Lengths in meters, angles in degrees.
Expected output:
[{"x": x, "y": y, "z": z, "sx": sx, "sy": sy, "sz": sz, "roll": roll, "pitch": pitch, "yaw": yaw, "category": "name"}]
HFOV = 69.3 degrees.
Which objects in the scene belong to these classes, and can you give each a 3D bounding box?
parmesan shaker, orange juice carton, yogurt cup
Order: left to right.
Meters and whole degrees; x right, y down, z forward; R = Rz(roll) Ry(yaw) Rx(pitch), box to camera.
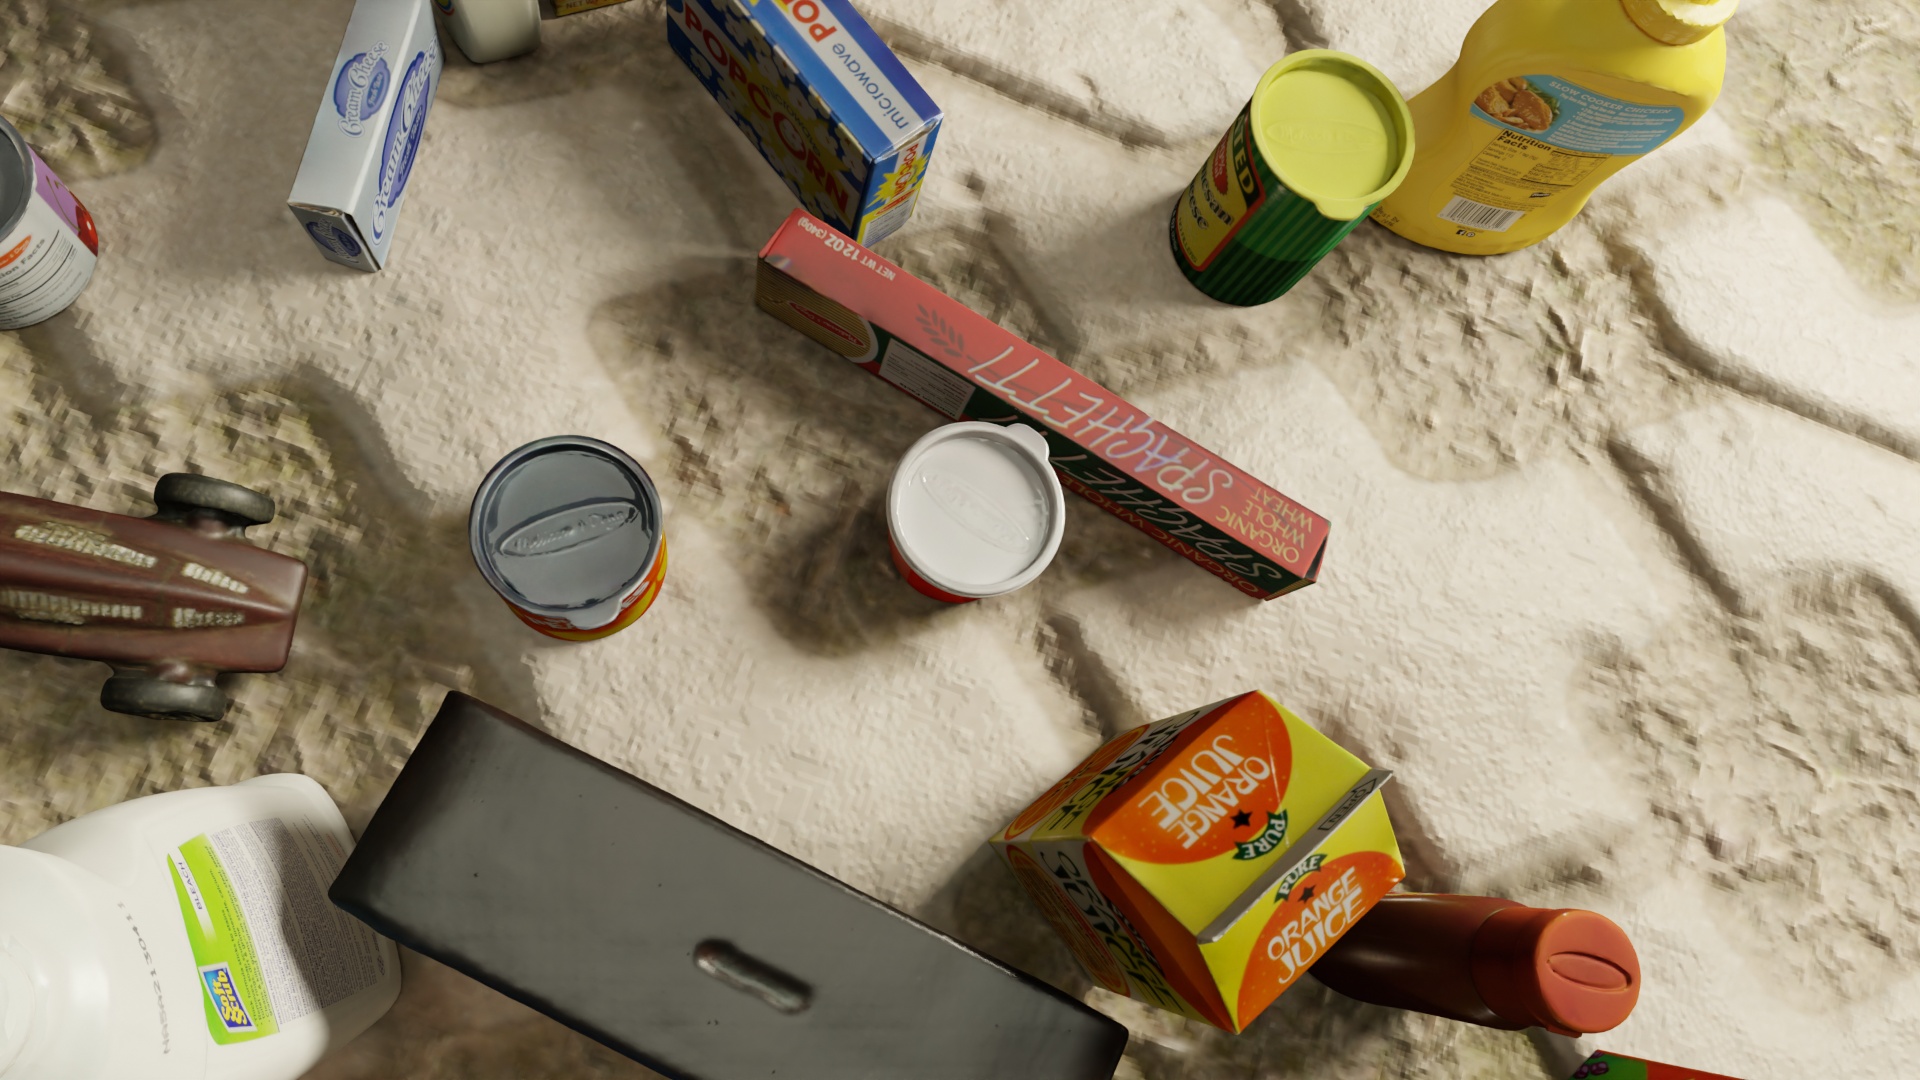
[{"x": 0.002, "y": -0.007, "z": 0.542, "sx": 0.072, "sy": 0.053, "sz": 0.072, "roll": 2, "pitch": 76, "yaw": -10, "category": "yogurt cup"}, {"x": 0.075, "y": 0.104, "z": 0.456, "sx": 0.072, "sy": 0.192, "sz": 0.073, "roll": -37, "pitch": 86, "yaw": -16, "category": "orange juice carton"}, {"x": 0.132, "y": -0.143, "z": 0.573, "sx": 0.071, "sy": 0.103, "sz": 0.071, "roll": 2, "pitch": 77, "yaw": -10, "category": "parmesan shaker"}]

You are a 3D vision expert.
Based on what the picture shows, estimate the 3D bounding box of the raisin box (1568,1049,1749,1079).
[{"x": 0.249, "y": 0.230, "z": 0.493, "sx": 0.086, "sy": 0.123, "sz": 0.040, "roll": -37, "pitch": 86, "yaw": -16, "category": "raisin box"}]

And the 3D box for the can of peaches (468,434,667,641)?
[{"x": -0.141, "y": 0.003, "z": 0.511, "sx": 0.071, "sy": 0.058, "sz": 0.071, "roll": 2, "pitch": 76, "yaw": -10, "category": "can of peaches"}]

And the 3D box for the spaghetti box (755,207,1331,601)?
[{"x": 0.032, "y": -0.051, "z": 0.560, "sx": 0.250, "sy": 0.050, "sz": 0.029, "roll": 30, "pitch": 74, "yaw": -2, "category": "spaghetti box"}]

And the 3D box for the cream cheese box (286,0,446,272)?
[{"x": -0.227, "y": -0.162, "z": 0.538, "sx": 0.024, "sy": 0.053, "sz": 0.104, "roll": 12, "pitch": 75, "yaw": -7, "category": "cream cheese box"}]

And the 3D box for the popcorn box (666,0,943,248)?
[{"x": -0.065, "y": -0.186, "z": 0.556, "sx": 0.038, "sy": 0.085, "sz": 0.127, "roll": -38, "pitch": 86, "yaw": -16, "category": "popcorn box"}]

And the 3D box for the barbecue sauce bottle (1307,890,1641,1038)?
[{"x": 0.176, "y": 0.146, "z": 0.487, "sx": 0.065, "sy": 0.148, "sz": 0.044, "roll": 16, "pitch": 75, "yaw": -6, "category": "barbecue sauce bottle"}]

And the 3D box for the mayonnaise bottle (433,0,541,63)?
[{"x": -0.187, "y": -0.243, "z": 0.515, "sx": 0.041, "sy": 0.147, "sz": 0.065, "roll": -21, "pitch": 82, "yaw": -14, "category": "mayonnaise bottle"}]

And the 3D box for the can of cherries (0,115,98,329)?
[{"x": -0.359, "y": -0.118, "z": 0.500, "sx": 0.071, "sy": 0.058, "sz": 0.071, "roll": 2, "pitch": 76, "yaw": -10, "category": "can of cherries"}]

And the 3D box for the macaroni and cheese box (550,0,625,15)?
[{"x": -0.107, "y": -0.276, "z": 0.528, "sx": 0.124, "sy": 0.166, "sz": 0.040, "roll": -19, "pitch": 81, "yaw": -14, "category": "macaroni and cheese box"}]
